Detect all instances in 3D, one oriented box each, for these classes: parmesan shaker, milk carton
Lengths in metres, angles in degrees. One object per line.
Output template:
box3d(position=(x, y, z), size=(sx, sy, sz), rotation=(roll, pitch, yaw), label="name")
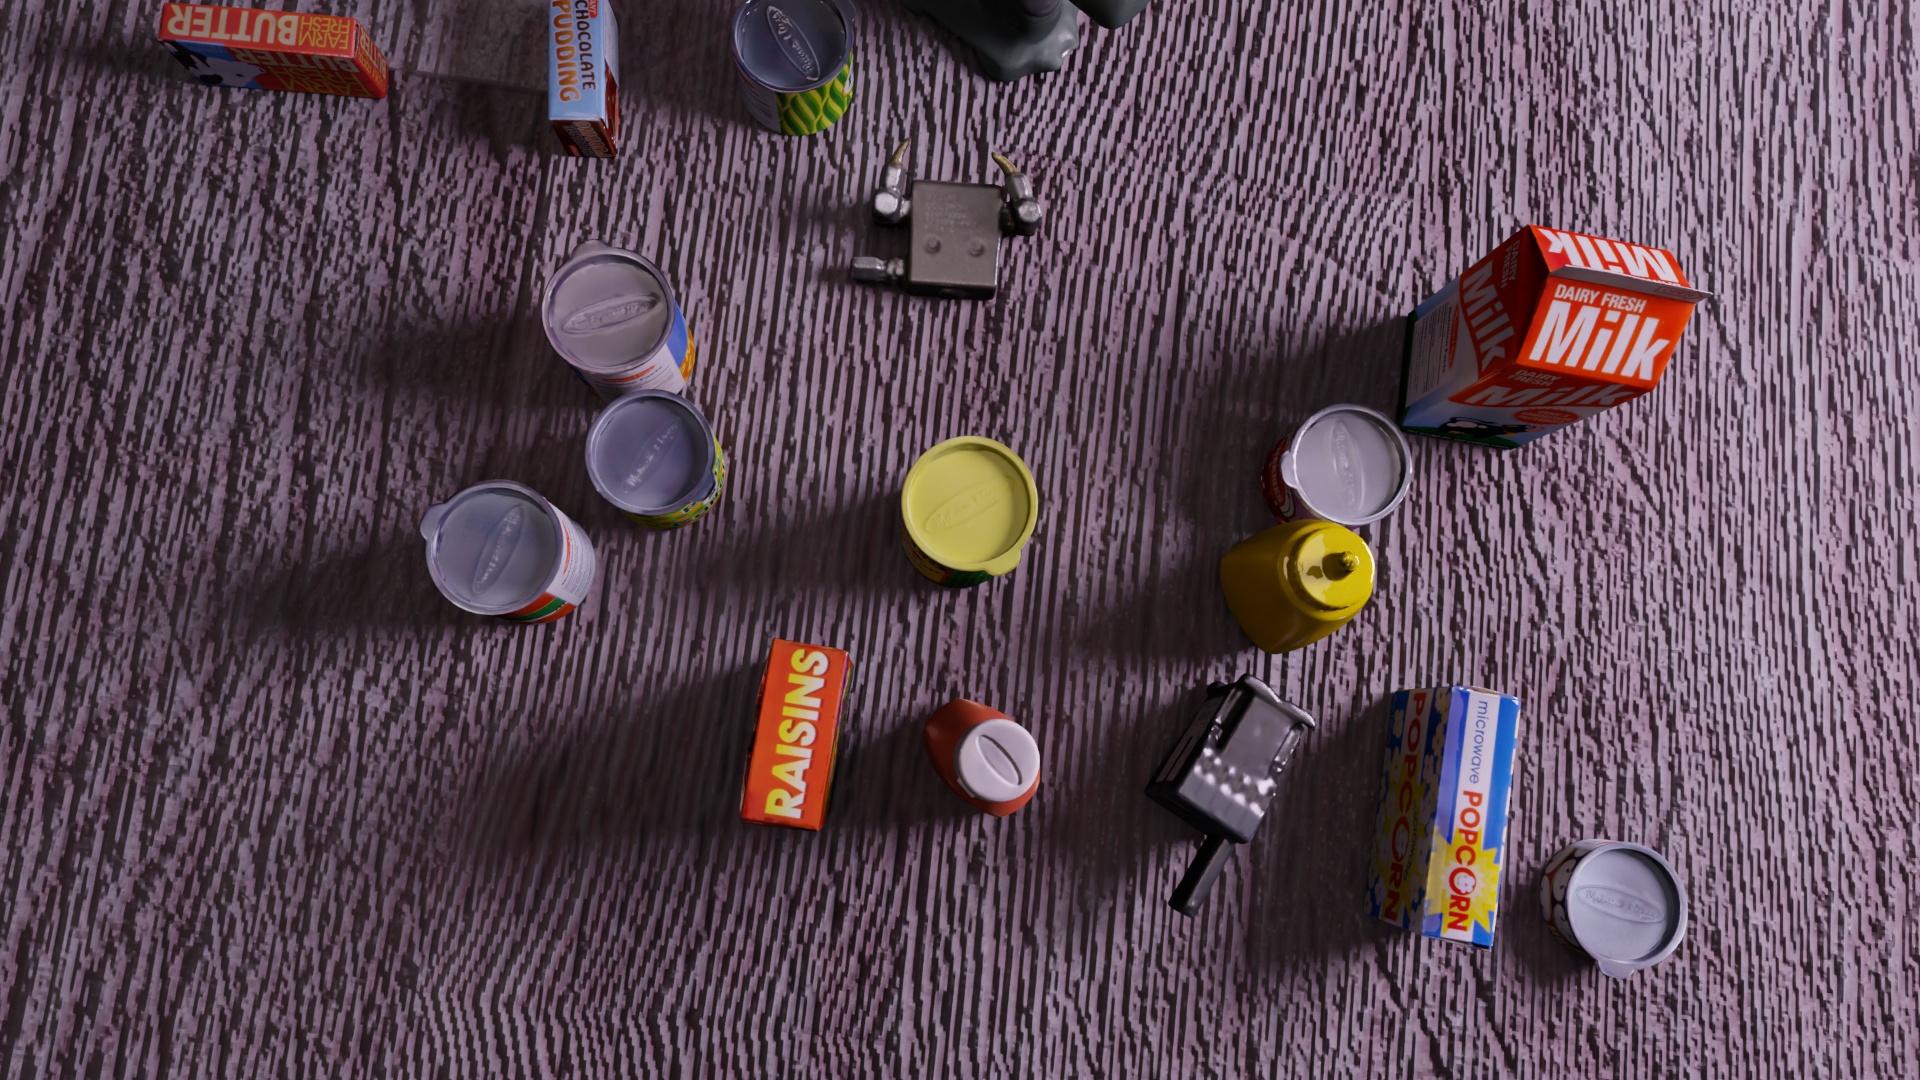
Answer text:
box3d(position=(0.003, -0.009, 0.720), size=(0.071, 0.103, 0.071), rotation=(1, 82, -3), label="parmesan shaker")
box3d(position=(0.295, -0.104, 0.709), size=(0.072, 0.190, 0.073), rotation=(9, 82, -2), label="milk carton")

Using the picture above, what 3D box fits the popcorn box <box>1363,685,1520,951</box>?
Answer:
box3d(position=(0.250, 0.141, 0.723), size=(0.038, 0.085, 0.127), rotation=(11, 81, -2), label="popcorn box")

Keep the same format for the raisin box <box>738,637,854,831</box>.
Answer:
box3d(position=(-0.079, 0.096, 0.689), size=(0.040, 0.123, 0.086), rotation=(10, 82, -2), label="raisin box")

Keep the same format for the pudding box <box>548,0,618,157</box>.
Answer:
box3d(position=(-0.208, -0.261, 0.771), size=(0.030, 0.049, 0.084), rotation=(-2, 82, -4), label="pudding box")

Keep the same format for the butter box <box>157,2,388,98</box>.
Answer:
box3d(position=(-0.373, -0.267, 0.759), size=(0.103, 0.053, 0.024), rotation=(4, 82, -3), label="butter box")

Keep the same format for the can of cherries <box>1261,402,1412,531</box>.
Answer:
box3d(position=(0.202, -0.037, 0.760), size=(0.071, 0.058, 0.071), rotation=(1, 82, -4), label="can of cherries")

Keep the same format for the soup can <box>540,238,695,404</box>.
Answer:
box3d(position=(-0.179, -0.112, 0.734), size=(0.071, 0.083, 0.071), rotation=(1, 82, -4), label="soup can")

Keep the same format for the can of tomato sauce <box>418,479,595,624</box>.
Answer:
box3d(position=(-0.230, 0.008, 0.713), size=(0.071, 0.083, 0.071), rotation=(1, 82, -4), label="can of tomato sauce")

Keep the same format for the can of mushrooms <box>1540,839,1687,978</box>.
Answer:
box3d(position=(0.350, 0.197, 0.747), size=(0.071, 0.033, 0.071), rotation=(1, 82, -4), label="can of mushrooms")

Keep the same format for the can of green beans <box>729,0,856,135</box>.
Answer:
box3d(position=(-0.093, -0.268, 0.775), size=(0.071, 0.057, 0.071), rotation=(1, 82, -4), label="can of green beans")

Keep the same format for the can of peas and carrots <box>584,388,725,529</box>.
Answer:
box3d(position=(-0.158, -0.040, 0.737), size=(0.071, 0.058, 0.071), rotation=(1, 82, -4), label="can of peas and carrots")

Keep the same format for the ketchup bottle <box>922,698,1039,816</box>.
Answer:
box3d(position=(0.012, 0.107, 0.681), size=(0.043, 0.148, 0.065), rotation=(-41, 86, -8), label="ketchup bottle")

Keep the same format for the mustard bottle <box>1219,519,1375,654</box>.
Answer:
box3d(position=(0.174, 0.020, 0.698), size=(0.049, 0.160, 0.065), rotation=(-26, 85, -7), label="mustard bottle")
